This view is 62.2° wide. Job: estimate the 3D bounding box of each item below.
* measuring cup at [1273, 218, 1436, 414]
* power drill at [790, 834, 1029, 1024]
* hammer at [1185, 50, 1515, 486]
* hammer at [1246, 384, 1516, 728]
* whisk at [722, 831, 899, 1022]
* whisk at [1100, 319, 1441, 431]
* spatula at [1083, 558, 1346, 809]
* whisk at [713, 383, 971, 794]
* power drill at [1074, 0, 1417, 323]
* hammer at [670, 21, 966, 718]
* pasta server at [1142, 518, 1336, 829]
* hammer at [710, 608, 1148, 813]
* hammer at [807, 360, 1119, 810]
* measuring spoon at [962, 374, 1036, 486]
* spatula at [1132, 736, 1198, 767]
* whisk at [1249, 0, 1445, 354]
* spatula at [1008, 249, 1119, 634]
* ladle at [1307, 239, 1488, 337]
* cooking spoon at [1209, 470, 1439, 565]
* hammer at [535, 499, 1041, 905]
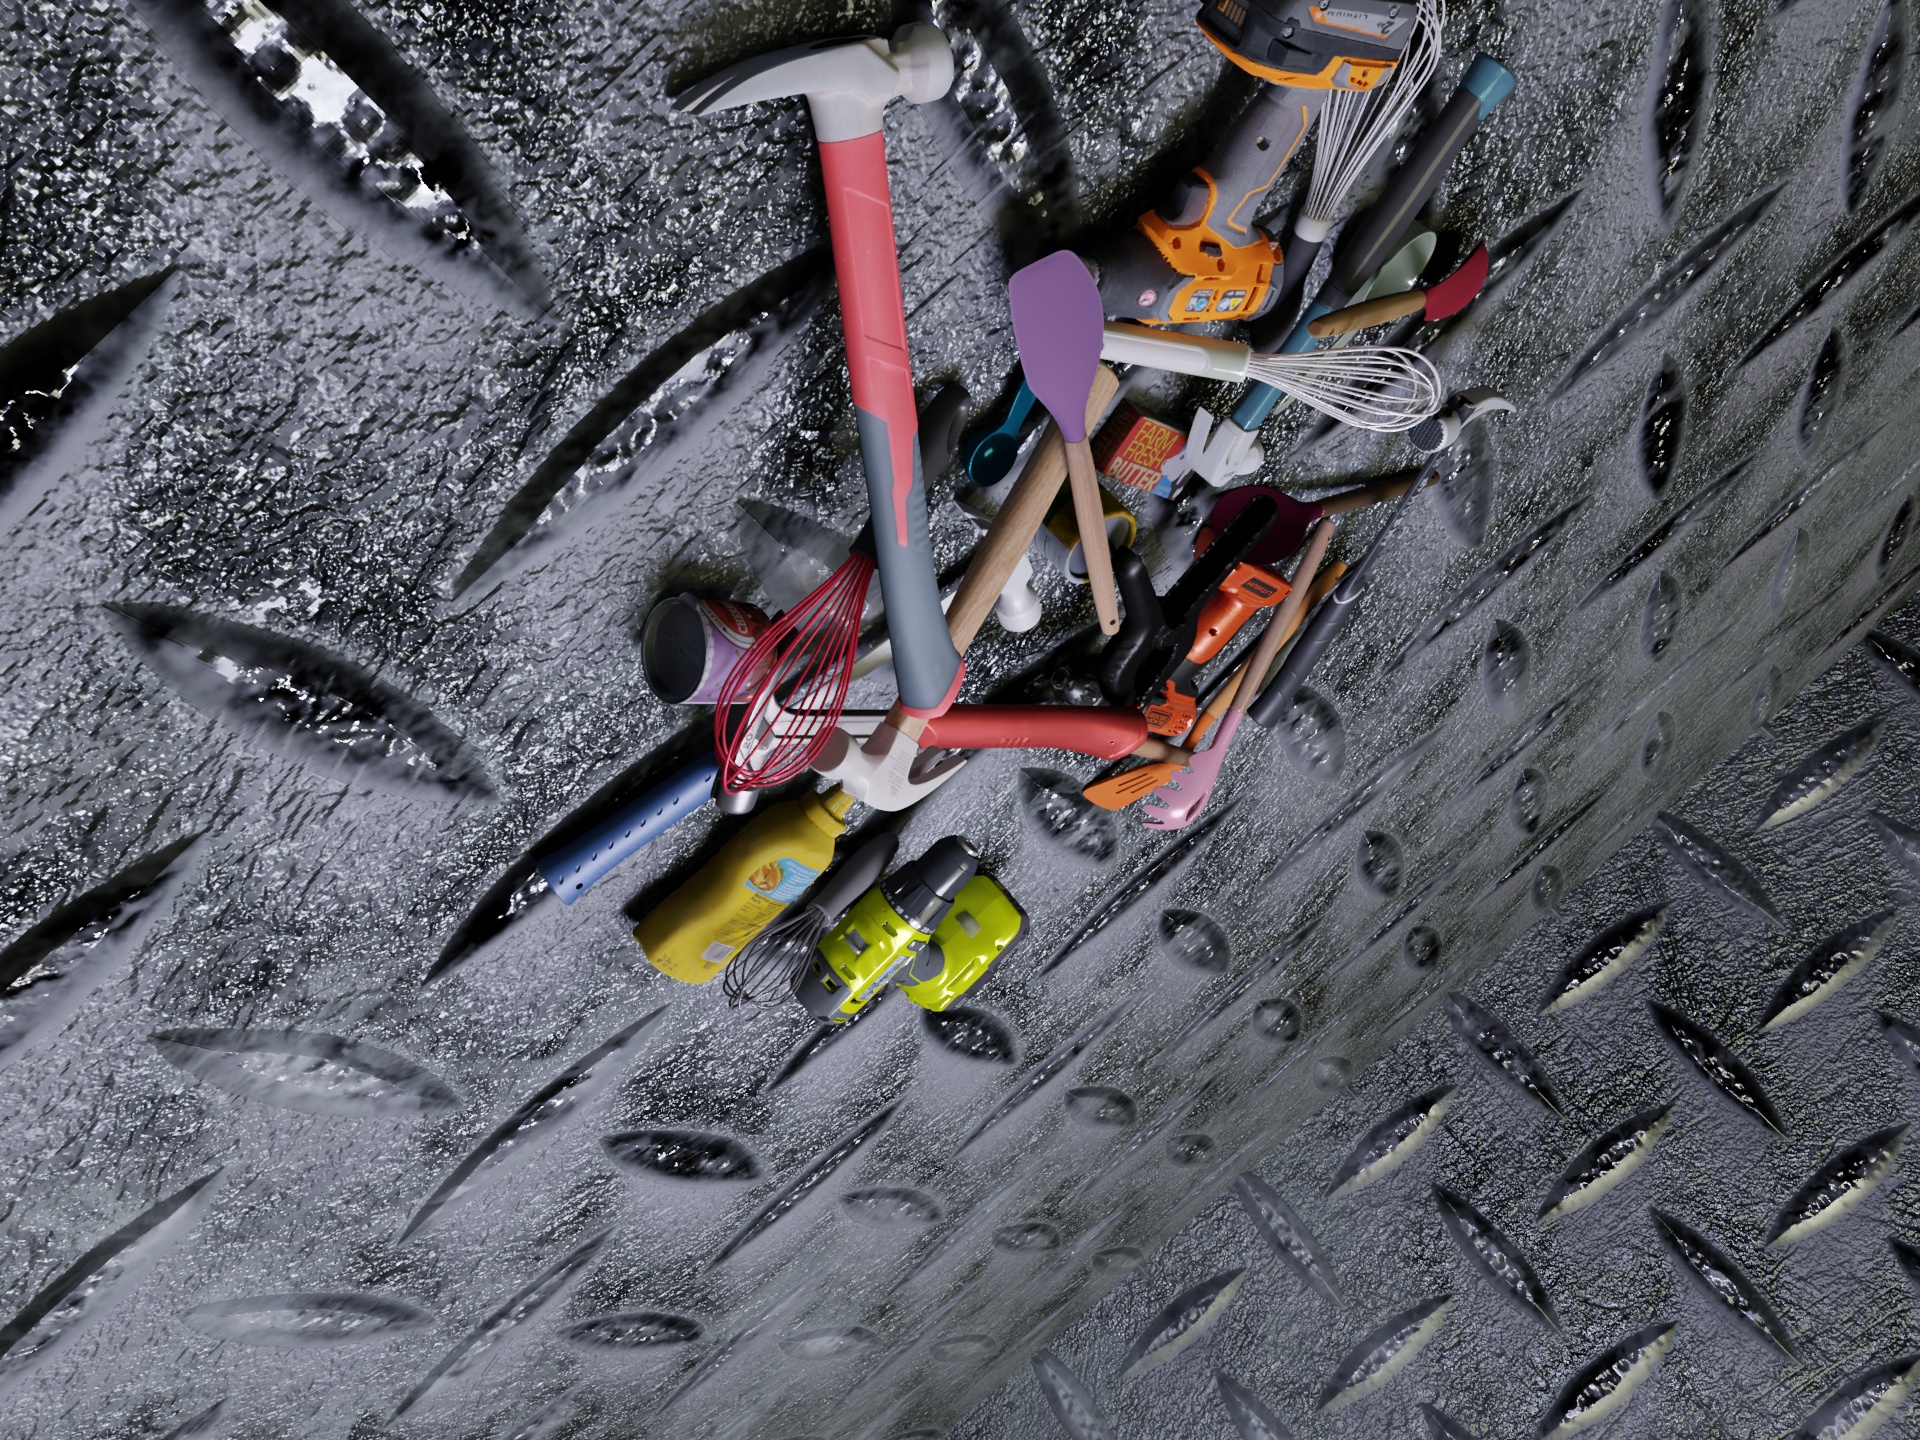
[{"bbox_3d":[0.276,-0.299,1.165,0.167,0.038,0.083,-50,161,24],"label":"measuring cup"},{"bbox_3d":[-0.027,0.182,1.385,0.190,0.080,0.228,-46,157,9],"label":"power drill"},{"bbox_3d":[0.259,-0.295,1.080,0.128,0.033,0.331,-25,154,-56],"label":"hammer"},{"bbox_3d":[0.356,-0.133,1.414,0.149,0.036,0.408,-29,155,-39],"label":"hammer"},{"bbox_3d":[-0.111,0.155,1.253,0.239,0.055,0.055,-45,162,-49],"label":"whisk"},{"bbox_3d":[0.192,-0.230,1.034,0.246,0.059,0.057,10,130,0],"label":"whisk"},{"bbox_3d":[0.244,-0.030,1.497,0.322,0.041,0.081,-50,148,8],"label":"spatula"},{"bbox_3d":[-0.068,-0.083,0.977,0.296,0.073,0.073,-61,151,-11],"label":"whisk"},{"bbox_3d":[0.156,-0.338,0.950,0.164,0.084,0.226,-13,143,-35],"label":"power drill"},{"bbox_3d":[-0.054,-0.163,0.870,0.143,0.038,0.386,-24,127,-25],"label":"hammer"},{"bbox_3d":[0.253,-0.037,1.423,0.060,0.040,0.316,16,101,-60],"label":"pasta server"},{"bbox_3d":[-0.002,-0.004,1.144,0.359,0.037,0.149,0,126,-37],"label":"hammer"},{"bbox_3d":[0.017,-0.090,1.049,0.331,0.031,0.130,-61,148,-6],"label":"hammer"},{"bbox_3d":[0.036,-0.214,1.043,0.042,0.021,0.128,7,117,-50],"label":"measuring spoon"},{"bbox_3d":[0.128,0.025,1.386,0.317,0.082,0.044,14,77,-47],"label":"spatula"},{"bbox_3d":[0.244,-0.357,1.049,0.070,0.070,0.284,-22,150,-28],"label":"whisk"},{"bbox_3d":[0.080,-0.168,1.039,0.060,0.018,0.315,-28,139,-10],"label":"spatula"},{"bbox_3d":[0.312,-0.296,1.122,0.315,0.031,0.069,-29,157,-50],"label":"ladle"},{"bbox_3d":[0.319,-0.184,1.359,0.319,0.069,0.017,-19,170,-39],"label":"cooking spoon"},{"bbox_3d":[-0.119,-0.007,1.116,0.405,0.035,0.144,-35,149,-8],"label":"hammer"}]
